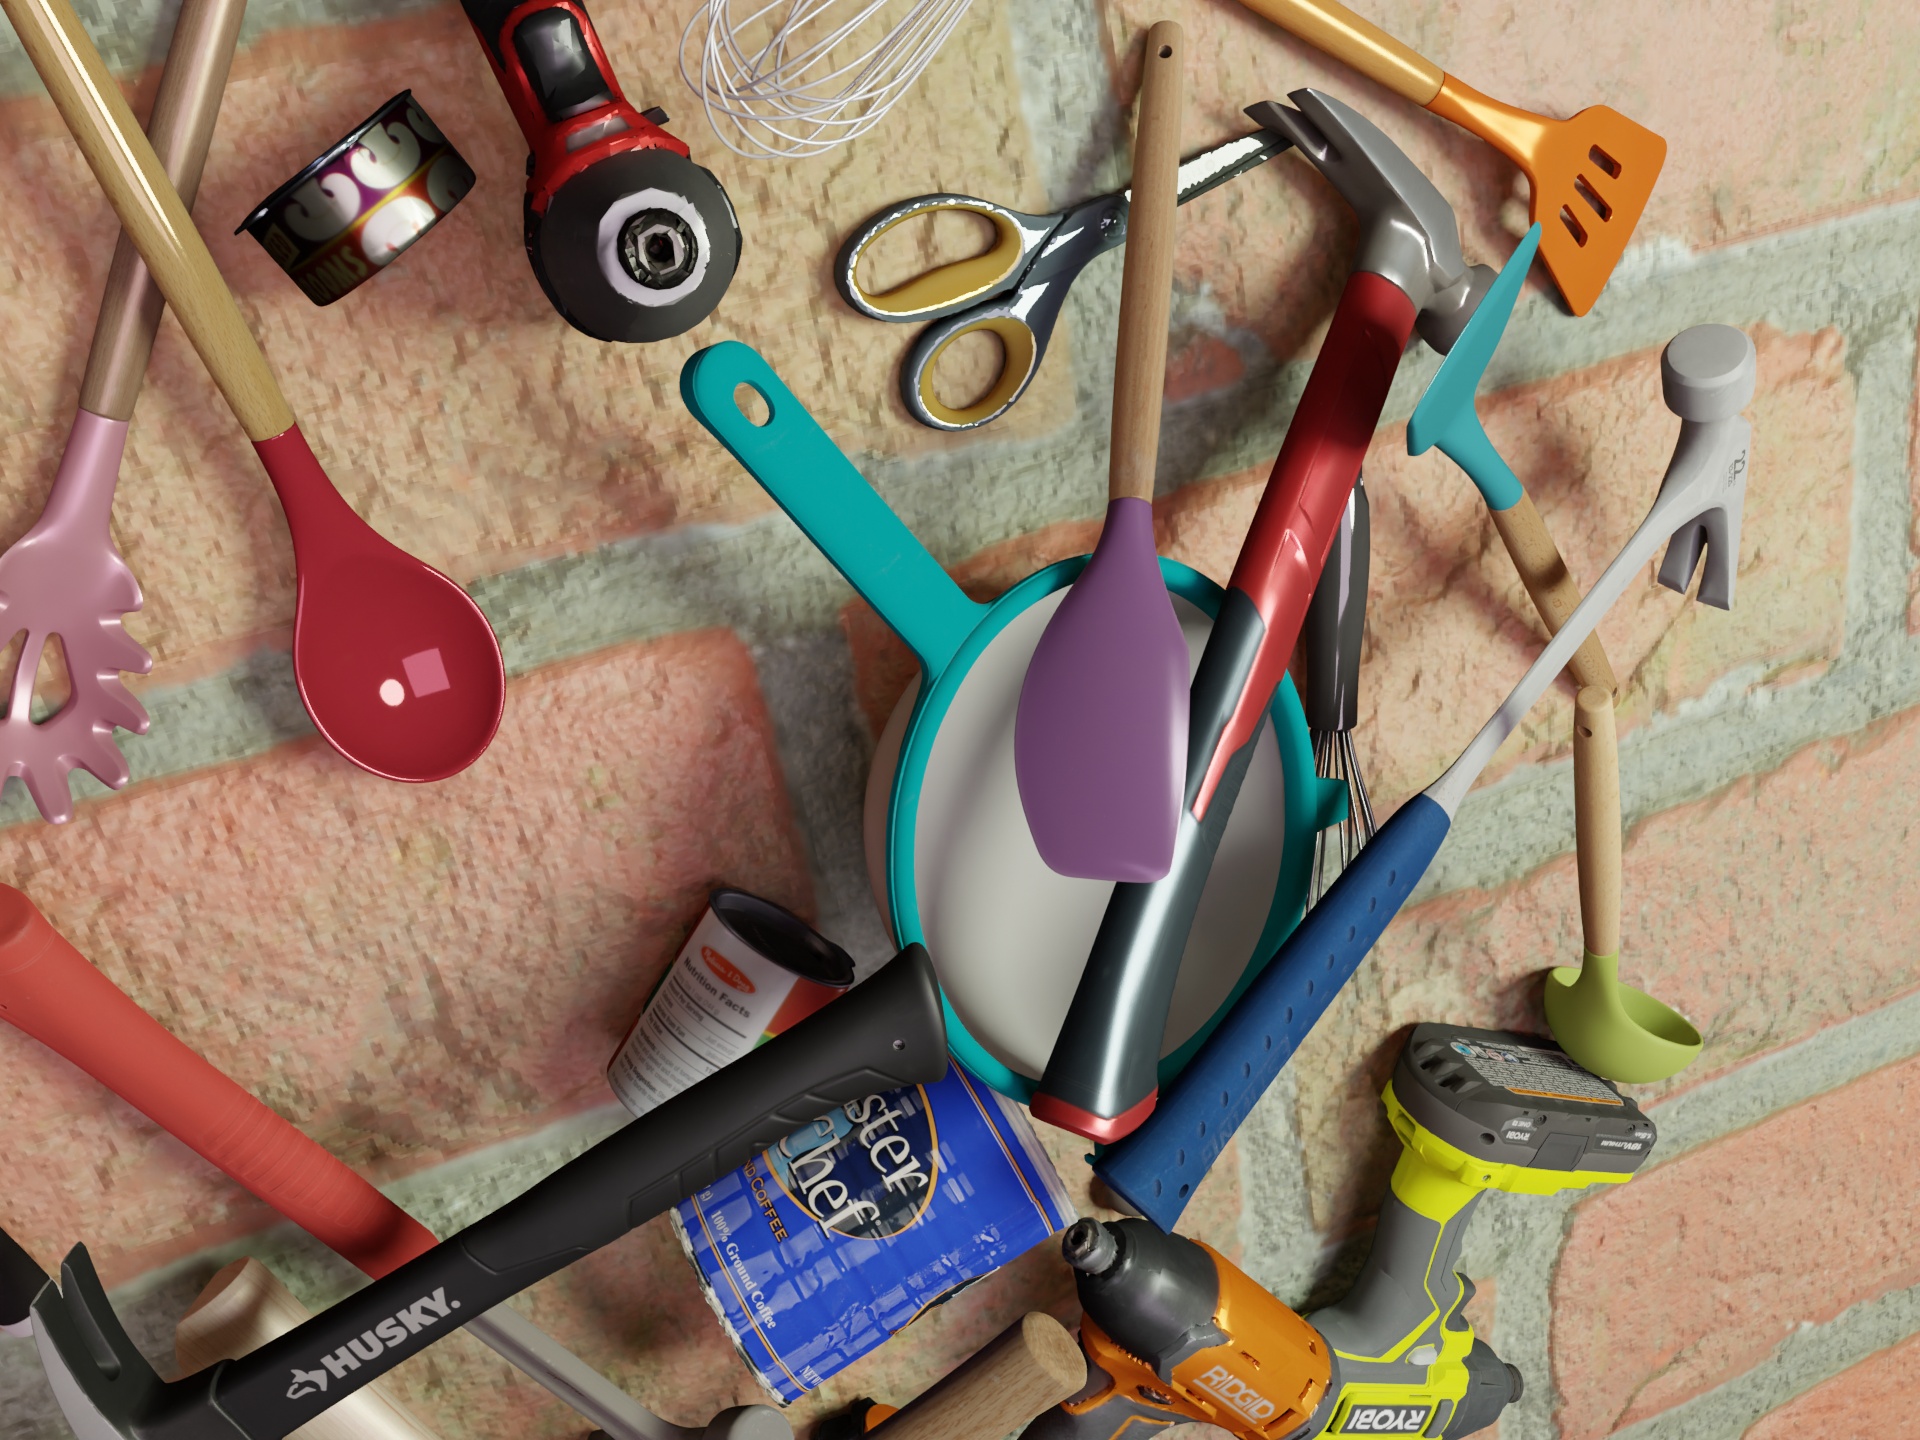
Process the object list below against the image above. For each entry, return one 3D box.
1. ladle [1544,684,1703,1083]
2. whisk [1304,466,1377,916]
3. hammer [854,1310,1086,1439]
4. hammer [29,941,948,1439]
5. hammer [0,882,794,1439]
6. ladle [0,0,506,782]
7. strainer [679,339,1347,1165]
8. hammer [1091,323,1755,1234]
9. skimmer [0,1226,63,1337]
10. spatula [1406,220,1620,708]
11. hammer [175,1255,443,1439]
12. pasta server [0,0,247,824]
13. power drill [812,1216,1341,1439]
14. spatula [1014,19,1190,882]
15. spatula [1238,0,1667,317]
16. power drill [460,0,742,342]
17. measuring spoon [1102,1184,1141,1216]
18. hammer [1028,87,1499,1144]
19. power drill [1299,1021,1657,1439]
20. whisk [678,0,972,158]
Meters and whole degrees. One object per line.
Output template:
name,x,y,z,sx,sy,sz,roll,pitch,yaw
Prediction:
ladle,0.292,0.077,0.710,0.062,0.078,0.319,-46,140,-16
whisk,0.162,0.000,0.700,0.055,0.055,0.239,-8,107,-19
hammer,-0.076,0.346,0.665,0.331,0.031,0.130,-41,103,19
hammer,-0.149,0.170,0.535,0.335,0.035,0.146,-32,107,6
hammer,-0.229,0.191,0.599,0.358,0.149,0.037,46,44,-19
ladle,-0.226,-0.112,0.492,0.069,0.031,0.315,-36,128,-25
strainer,-0.001,-0.002,0.599,0.340,0.095,0.211,48,66,-27
hammer,0.195,0.031,0.630,0.405,0.035,0.143,-49,141,-12
skimmer,-0.403,0.068,0.511,0.127,0.090,0.362,-28,127,-12
spatula,0.239,-0.074,0.653,0.082,0.044,0.317,-57,137,-6
hammer,-0.150,0.364,0.644,0.146,0.038,0.410,-33,105,15
pasta server,-0.257,-0.120,0.494,0.060,0.040,0.316,11,104,-46
power drill,0.039,0.314,0.720,0.226,0.084,0.164,-39,119,12
spatula,0.059,-0.101,0.563,0.060,0.018,0.316,5,81,6
spatula,0.159,-0.256,0.617,0.322,0.041,0.081,20,100,-22
power drill,-0.127,-0.214,0.452,0.078,0.143,0.219,-25,114,-8
measuring spoon,0.096,0.195,0.733,0.034,0.018,0.124,-8,136,-25
hammer,0.098,-0.038,0.585,0.143,0.038,0.386,31,75,-34
power drill,0.257,0.276,0.824,0.171,0.080,0.223,12,108,-25
whisk,0.021,-0.277,0.514,0.284,0.070,0.070,-45,119,-18
